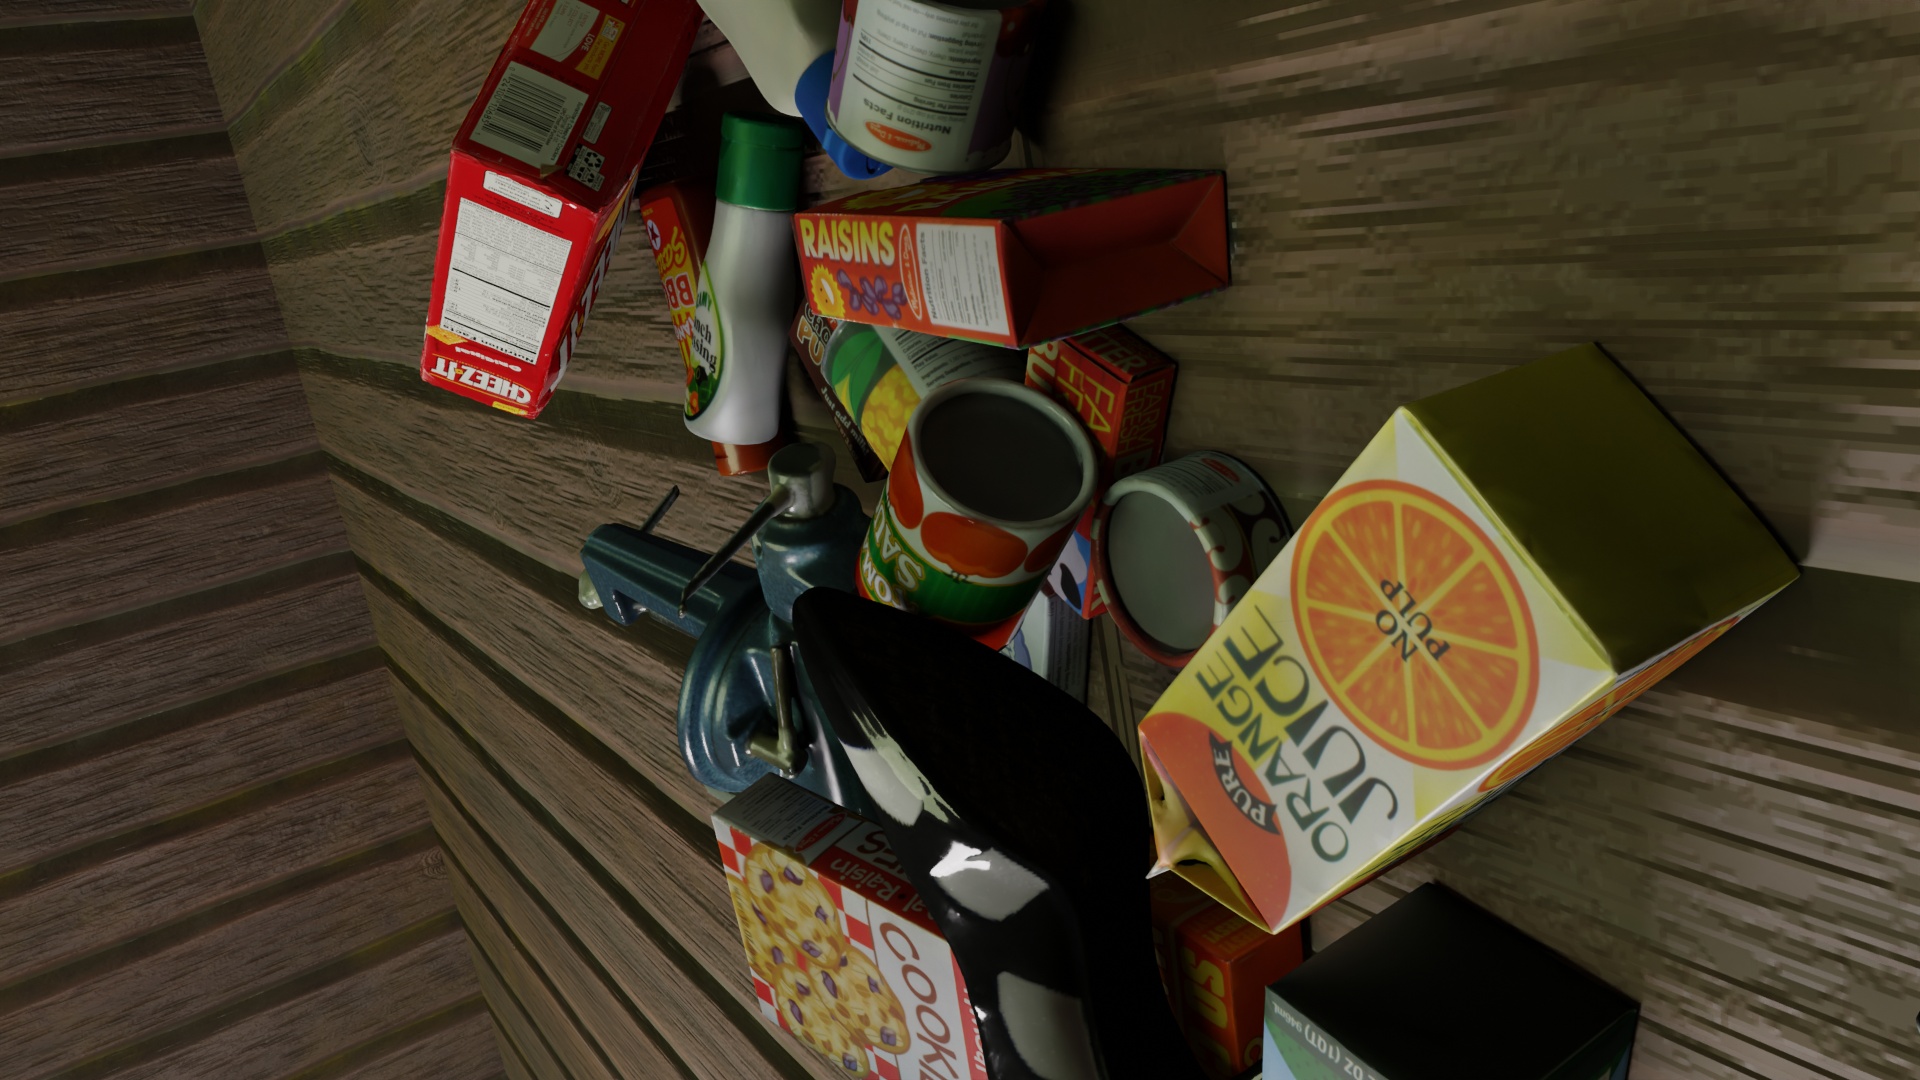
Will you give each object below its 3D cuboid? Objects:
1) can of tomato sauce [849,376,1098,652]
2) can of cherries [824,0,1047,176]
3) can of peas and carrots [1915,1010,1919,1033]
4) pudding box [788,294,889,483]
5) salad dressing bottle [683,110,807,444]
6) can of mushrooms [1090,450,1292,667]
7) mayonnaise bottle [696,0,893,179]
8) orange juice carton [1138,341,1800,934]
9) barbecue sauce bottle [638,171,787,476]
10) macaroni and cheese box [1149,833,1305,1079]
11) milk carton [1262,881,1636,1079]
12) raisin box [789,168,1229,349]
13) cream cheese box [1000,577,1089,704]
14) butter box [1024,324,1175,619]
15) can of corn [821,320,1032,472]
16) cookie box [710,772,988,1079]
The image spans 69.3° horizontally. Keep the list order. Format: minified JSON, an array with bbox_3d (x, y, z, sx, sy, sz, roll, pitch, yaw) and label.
[{"bbox_3d":[0.002,-0.006,0.481,0.071,0.071,0.082,57,147,23],"label":"can of tomato sauce"},{"bbox_3d":[-0.009,-0.166,0.467,0.072,0.072,0.058,51,144,31],"label":"can of cherries"},{"bbox_3d":[0.212,0.082,0.239,0.071,0.071,0.058,32,132,48],"label":"can of peas and carrots"},{"bbox_3d":[-0.040,-0.073,0.604,0.084,0.030,0.049,62,148,15],"label":"pudding box"},{"bbox_3d":[-0.098,-0.120,0.639,0.064,0.044,0.147,-132,48,-57],"label":"salad dressing bottle"},{"bbox_3d":[0.075,0.009,0.457,0.071,0.033,0.070,34,133,46],"label":"can of mushrooms"},{"bbox_3d":[-0.068,-0.210,0.564,0.148,0.041,0.064,57,149,21],"label":"mayonnaise bottle"},{"bbox_3d":[0.113,0.042,0.374,0.073,0.072,0.191,58,147,23],"label":"orange juice carton"},{"bbox_3d":[-0.123,-0.108,0.708,0.065,0.044,0.148,7,113,61],"label":"barbecue sauce bottle"},{"bbox_3d":[0.068,0.175,0.556,0.166,0.040,0.123,19,122,55],"label":"macaroni and cheese box"},{"bbox_3d":[0.140,0.210,0.422,0.072,0.074,0.189,27,129,50],"label":"milk carton"},{"bbox_3d":[0.012,-0.095,0.449,0.123,0.086,0.040,20,125,54],"label":"raisin box"},{"bbox_3d":[0.027,0.050,0.569,0.053,0.024,0.103,34,134,45],"label":"cream cheese box"},{"bbox_3d":[0.044,-0.027,0.497,0.053,0.024,0.103,44,140,40],"label":"butter box"},{"bbox_3d":[-0.010,-0.057,0.528,0.058,0.071,0.070,56,147,24],"label":"can of corn"},{"bbox_3d":[-0.026,0.182,0.589,0.167,0.040,0.122,17,126,38],"label":"cookie box"}]
